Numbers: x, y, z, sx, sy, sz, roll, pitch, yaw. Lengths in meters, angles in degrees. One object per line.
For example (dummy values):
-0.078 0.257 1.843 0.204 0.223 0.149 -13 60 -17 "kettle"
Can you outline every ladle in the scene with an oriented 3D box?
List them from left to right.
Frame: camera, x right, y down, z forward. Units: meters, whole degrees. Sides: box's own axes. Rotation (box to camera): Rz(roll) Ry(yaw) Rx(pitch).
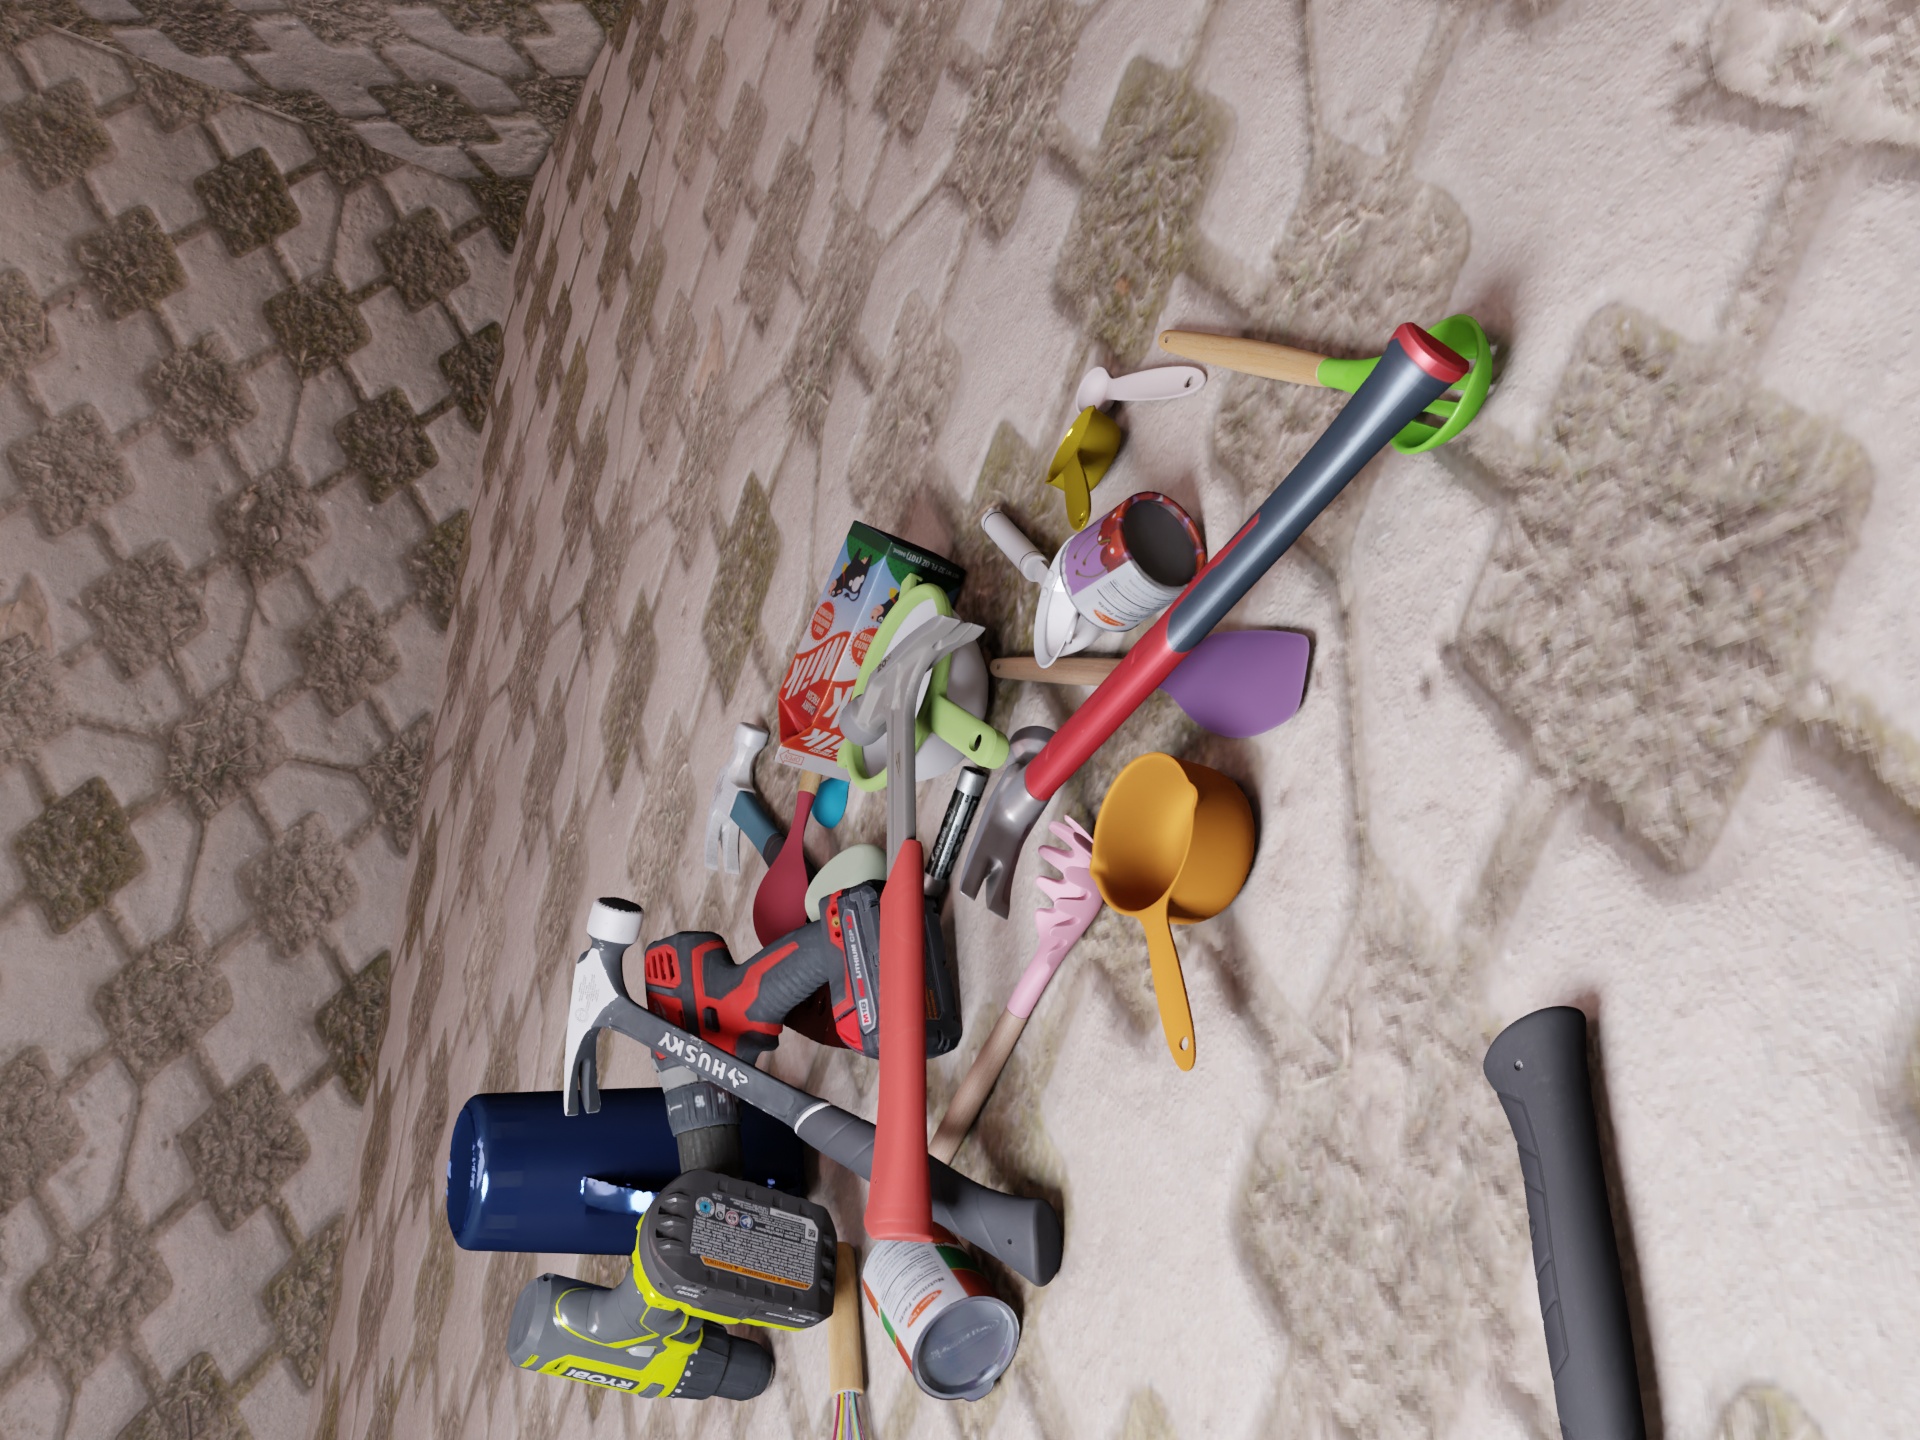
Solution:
-0.115 0.036 1.272 0.069 0.031 0.316 -15 54 48 "ladle"

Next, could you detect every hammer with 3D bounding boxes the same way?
-0.152 0.111 1.336 0.331 0.033 0.128 38 110 60 "hammer"
-0.109 0.246 0.996 0.409 0.036 0.149 19 96 35 "hammer"
-0.030 0.119 0.941 0.149 0.036 0.359 -39 45 51 "hammer"
0.117 -0.045 0.824 0.386 0.038 0.143 -50 11 40 "hammer"
0.231 0.266 0.554 0.146 0.035 0.335 -36 46 51 "hammer"

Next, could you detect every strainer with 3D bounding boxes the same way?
-0.002 -0.003 1.065 0.151 0.069 0.256 -69 24 6 "strainer"
0.054 -0.100 1.054 0.259 0.050 0.087 -122 48 -61 "strainer"

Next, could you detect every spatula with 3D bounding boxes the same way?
0.100 -0.026 0.955 0.316 0.018 0.060 7 86 61 "spatula"

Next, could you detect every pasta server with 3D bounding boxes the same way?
0.017 0.197 0.979 0.060 0.040 0.316 -104 36 -62 "pasta server"

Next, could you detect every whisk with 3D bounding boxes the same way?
-0.073 0.451 1.016 0.051 0.047 0.245 -52 32 39 "whisk"

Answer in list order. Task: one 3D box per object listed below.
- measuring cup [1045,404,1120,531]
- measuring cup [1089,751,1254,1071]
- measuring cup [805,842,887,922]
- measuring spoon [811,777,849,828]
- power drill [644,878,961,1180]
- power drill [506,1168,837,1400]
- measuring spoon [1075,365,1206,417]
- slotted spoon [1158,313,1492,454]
0.082 -0.148 0.994 0.062 0.029 0.157 -57 16 27 "measuring cup"
0.120 0.100 0.823 0.095 0.052 0.174 -44 43 44 "measuring cup"
-0.113 0.151 1.152 0.167 0.038 0.083 -39 21 -1 "measuring cup"
-0.094 0.028 1.280 0.128 0.021 0.042 -67 29 18 "measuring spoon"
-0.116 0.215 1.070 0.226 0.080 0.188 -22 68 27 "power drill"
-0.178 0.400 1.081 0.228 0.190 0.080 -47 30 38 "power drill"
0.118 -0.212 1.022 0.124 0.018 0.034 10 86 55 "measuring spoon"
0.188 -0.195 0.869 0.314 0.031 0.070 39 111 62 "slotted spoon"
